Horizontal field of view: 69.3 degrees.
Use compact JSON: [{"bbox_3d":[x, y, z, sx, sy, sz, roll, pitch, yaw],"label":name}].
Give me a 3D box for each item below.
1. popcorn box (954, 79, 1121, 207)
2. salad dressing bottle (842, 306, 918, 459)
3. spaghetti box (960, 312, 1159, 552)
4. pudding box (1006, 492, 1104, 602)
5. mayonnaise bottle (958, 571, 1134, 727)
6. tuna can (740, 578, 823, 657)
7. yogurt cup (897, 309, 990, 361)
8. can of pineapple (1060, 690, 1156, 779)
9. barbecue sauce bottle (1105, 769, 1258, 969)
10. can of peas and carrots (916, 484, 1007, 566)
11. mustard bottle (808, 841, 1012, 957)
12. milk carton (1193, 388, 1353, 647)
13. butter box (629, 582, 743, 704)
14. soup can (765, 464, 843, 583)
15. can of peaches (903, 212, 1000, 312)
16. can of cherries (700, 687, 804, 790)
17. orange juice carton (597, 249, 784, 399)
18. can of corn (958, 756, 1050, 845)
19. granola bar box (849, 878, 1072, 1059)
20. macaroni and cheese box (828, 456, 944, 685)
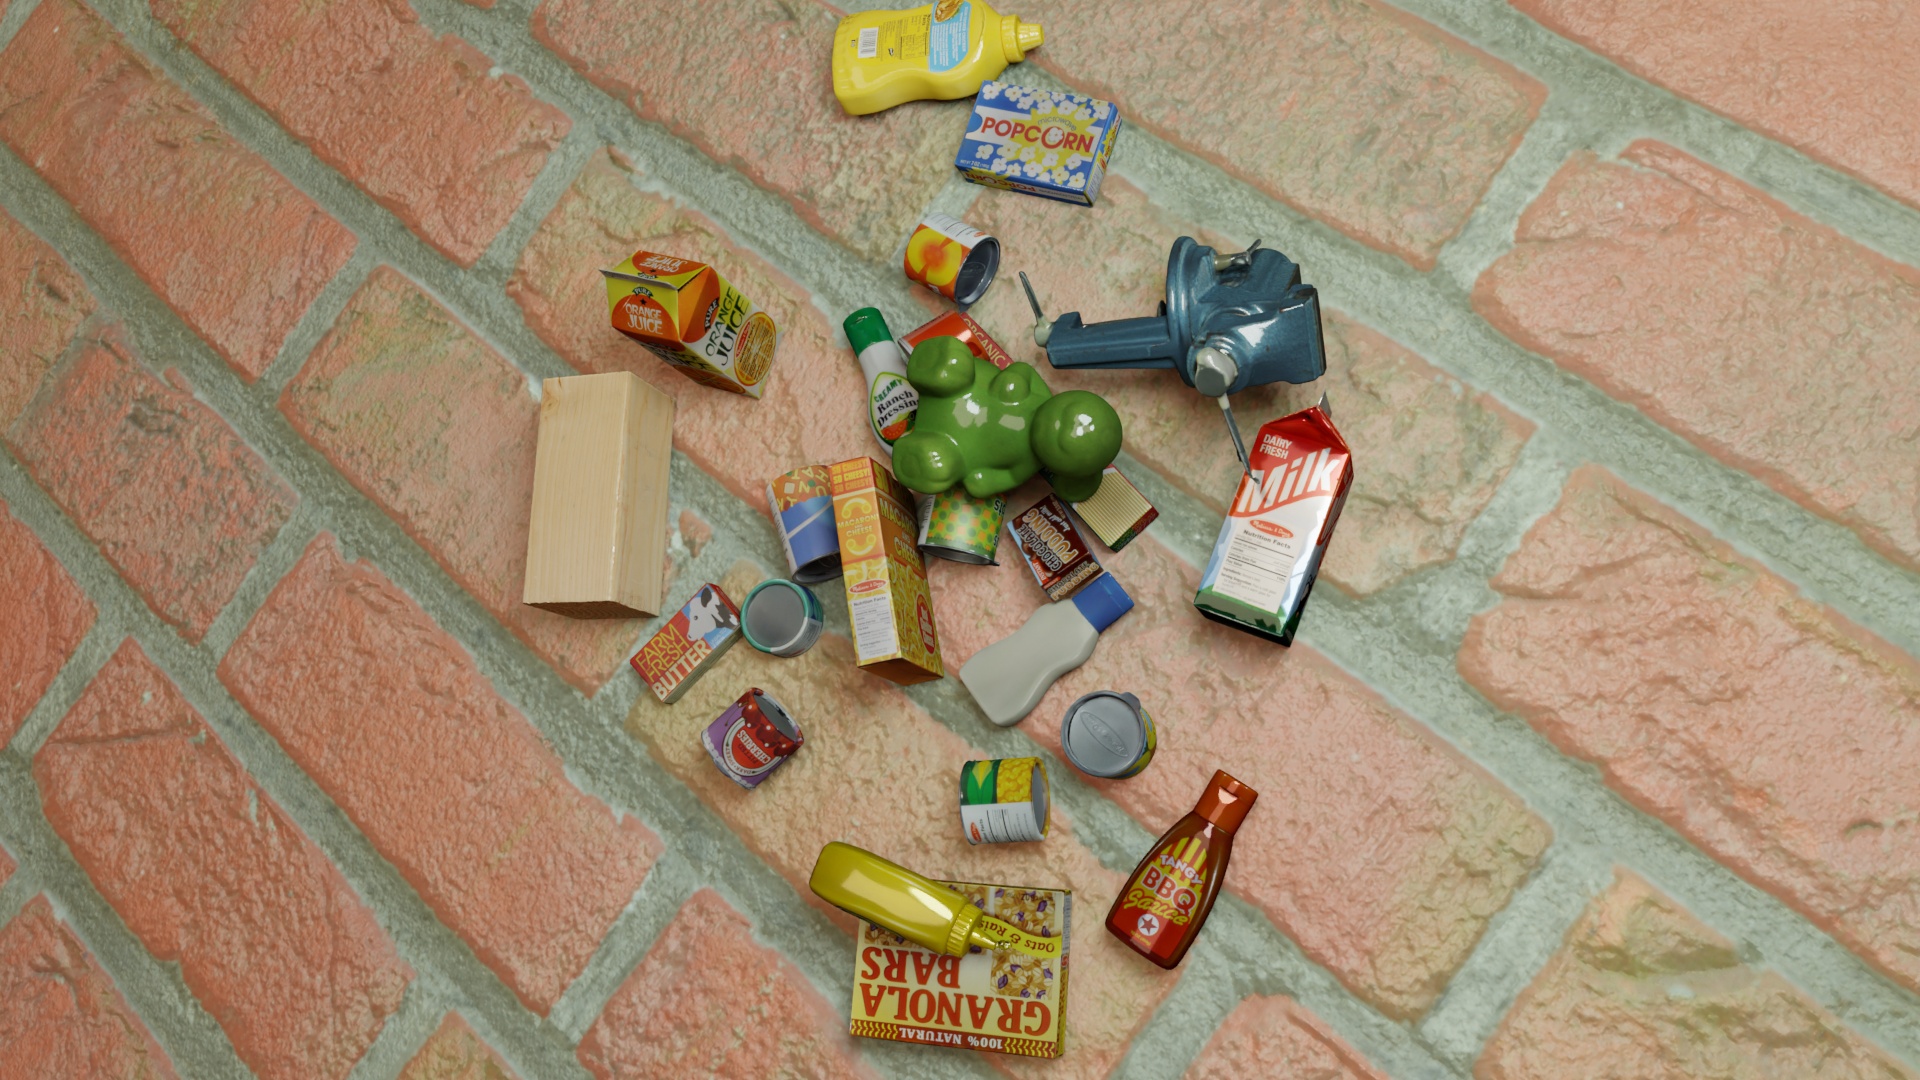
[{"bbox_3d":[0.069,-0.350,1.225,0.127,0.038,0.085,17,84,20],"label":"popcorn box"},{"bbox_3d":[-0.060,-0.134,1.213,0.064,0.044,0.148,-29,71,11],"label":"salad dressing bottle"},{"bbox_3d":[0.065,-0.095,1.172,0.050,0.028,0.250,-43,69,5],"label":"spaghetti box"},{"bbox_3d":[0.076,0.006,1.128,0.049,0.030,0.084,-34,42,8],"label":"pudding box"},{"bbox_3d":[0.073,0.085,1.123,0.148,0.041,0.065,-39,66,4],"label":"mayonnaise bottle"},{"bbox_3d":[-0.157,0.065,1.204,0.071,0.033,0.071,-4,77,16],"label":"tuna can"},{"bbox_3d":[-0.012,-0.156,1.161,0.054,0.072,0.072,-38,70,-1],"label":"yogurt cup"},{"bbox_3d":[0.118,0.152,1.083,0.071,0.058,0.071,-4,77,17],"label":"can of pineapple"},{"bbox_3d":[0.173,0.246,1.052,0.065,0.043,0.148,31,88,22],"label":"barbecue sauce bottle"},{"bbox_3d":[0.004,-0.014,1.154,0.071,0.071,0.059,9,80,19],"label":"can of peas and carrots"},{"bbox_3d":[-0.036,0.280,1.058,0.160,0.065,0.049,21,79,17],"label":"mustard bottle"},{"bbox_3d":[0.251,-0.021,1.073,0.073,0.072,0.190,20,85,21],"label":"milk carton"},{"bbox_3d":[-0.239,0.092,1.229,0.103,0.024,0.053,-45,70,4],"label":"butter box"},{"bbox_3d":[-0.122,-0.015,1.194,0.071,0.071,0.084,-24,72,11],"label":"soup can"},{"bbox_3d":[-0.008,-0.243,1.210,0.058,0.071,0.071,31,89,21],"label":"can of peaches"},{"bbox_3d":[-0.174,0.166,1.166,0.058,0.071,0.071,-42,69,4],"label":"can of cherries"},{"bbox_3d":[-0.233,-0.191,1.201,0.072,0.192,0.073,15,83,21],"label":"orange juice carton"},{"bbox_3d":[0.036,0.203,1.095,0.058,0.071,0.071,-7,76,16],"label":"can of corn"},{"bbox_3d":[0.002,0.331,1.089,0.165,0.039,0.124,0,77,17],"label":"granola bar box"},{"bbox_3d":[-0.059,0.027,1.133,0.040,0.123,0.167,-13,74,12],"label":"macaroni and cheese box"}]
